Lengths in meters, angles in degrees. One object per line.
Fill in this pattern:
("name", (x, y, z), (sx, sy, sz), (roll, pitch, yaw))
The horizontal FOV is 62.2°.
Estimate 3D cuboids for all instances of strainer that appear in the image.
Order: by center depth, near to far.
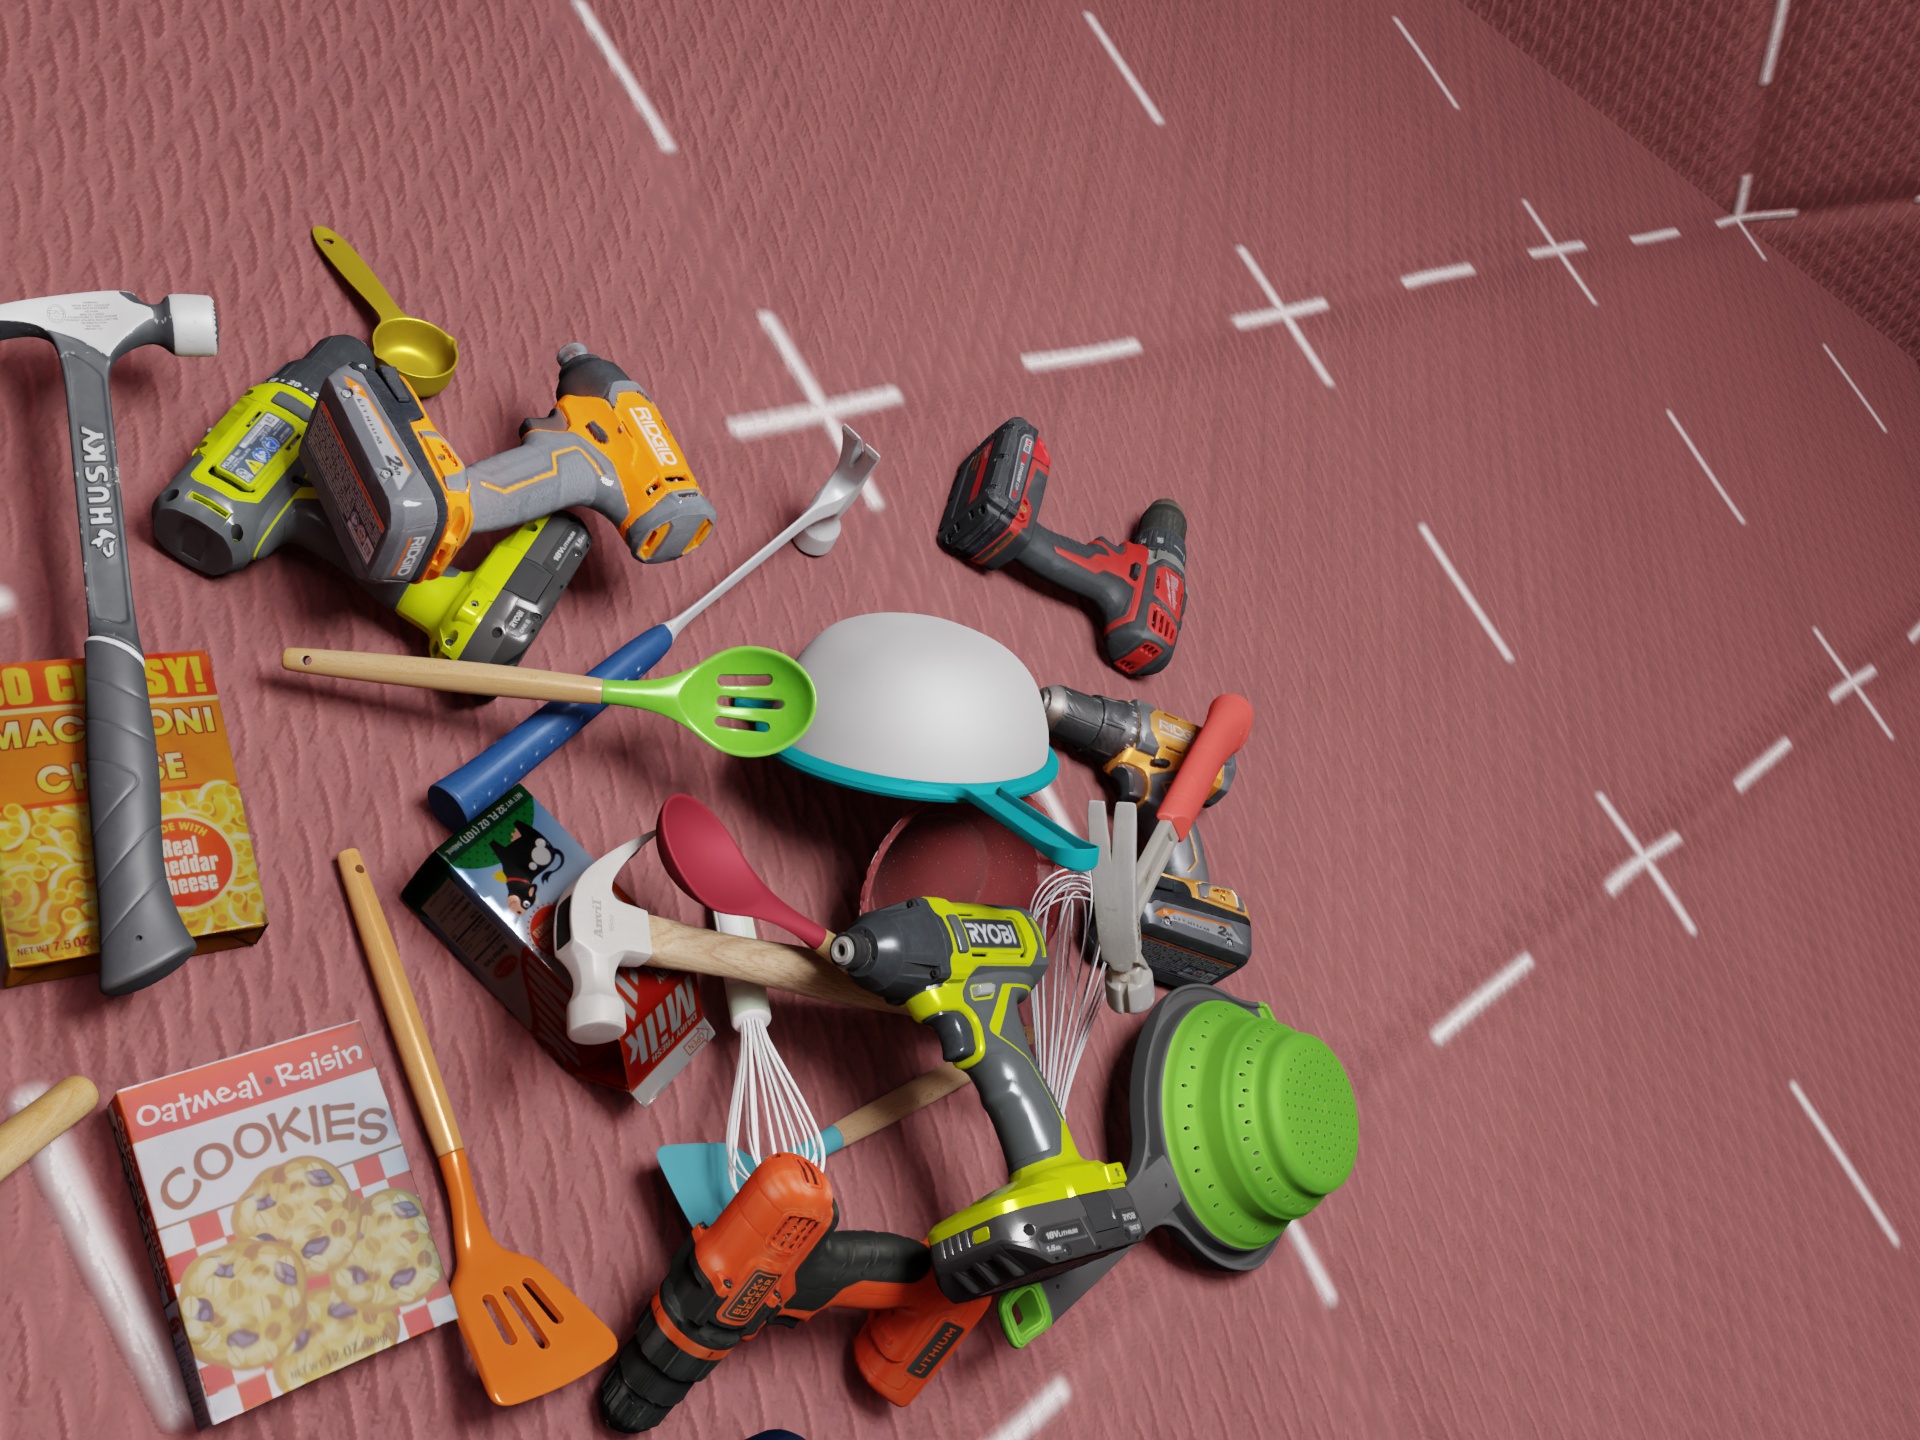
("strainer", (-0.002, -0.003, 1.033), (0.211, 0.341, 0.095), (0, 107, -28))

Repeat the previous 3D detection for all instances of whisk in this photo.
("whisk", (-0.475, 0.228, 0.691), (0.047, 0.051, 0.245), (48, 29, -5))
("whisk", (-0.127, 0.190, 0.973), (0.059, 0.058, 0.247), (64, 6, -49))
("whisk", (0.063, 0.236, 1.060), (0.070, 0.070, 0.285), (14, 78, -29))

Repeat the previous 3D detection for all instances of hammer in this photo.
("hammer", (-0.460, -0.055, 0.850), (0.149, 0.036, 0.409), (-6, 70, -26))
("hammer", (-0.099, 0.151, 0.978), (0.331, 0.031, 0.130), (19, 45, -41))
("hammer", (-0.193, -0.066, 1.070), (0.035, 0.144, 0.405), (43, 53, 2))
("hammer", (0.158, 0.052, 1.138), (0.359, 0.037, 0.149), (-49, 136, -59))

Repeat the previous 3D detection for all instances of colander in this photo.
("colander", (0.169, 0.303, 1.071), (0.397, 0.094, 0.204), (-22, 91, -50))

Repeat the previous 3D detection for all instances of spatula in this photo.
("spatula", (-0.285, 0.213, 0.879), (0.081, 0.041, 0.323), (-6, 66, -52))
("spatula", (-0.055, 0.254, 1.020), (0.317, 0.044, 0.082), (-18, 67, -42))

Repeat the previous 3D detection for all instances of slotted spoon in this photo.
("slotted spoon", (-0.244, -0.022, 0.968), (0.313, 0.031, 0.070), (6, 86, -15))

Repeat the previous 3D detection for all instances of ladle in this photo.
("ladle", (-0.066, 0.145, 0.972), (0.315, 0.031, 0.069), (38, 30, -26))

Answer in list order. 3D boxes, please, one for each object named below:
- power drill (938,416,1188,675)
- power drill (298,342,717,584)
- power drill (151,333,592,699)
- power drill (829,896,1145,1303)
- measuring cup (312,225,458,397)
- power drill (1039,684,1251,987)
("power drill", (0.105, -0.162, 1.367), (0.226, 0.080, 0.188), (32, 49, -20))
("power drill", (-0.279, -0.168, 0.984), (0.226, 0.084, 0.164), (-13, 65, -44))
("power drill", (-0.358, -0.134, 1.010), (0.228, 0.080, 0.191), (32, 50, -13))
("power drill", (0.010, 0.212, 0.928), (0.171, 0.080, 0.223), (11, 51, -51))
("measuring cup", (-0.407, -0.283, 1.105), (0.062, 0.029, 0.157), (-26, 69, -43))
("power drill", (0.138, 0.079, 1.243), (0.185, 0.084, 0.226), (21, 49, -25))
